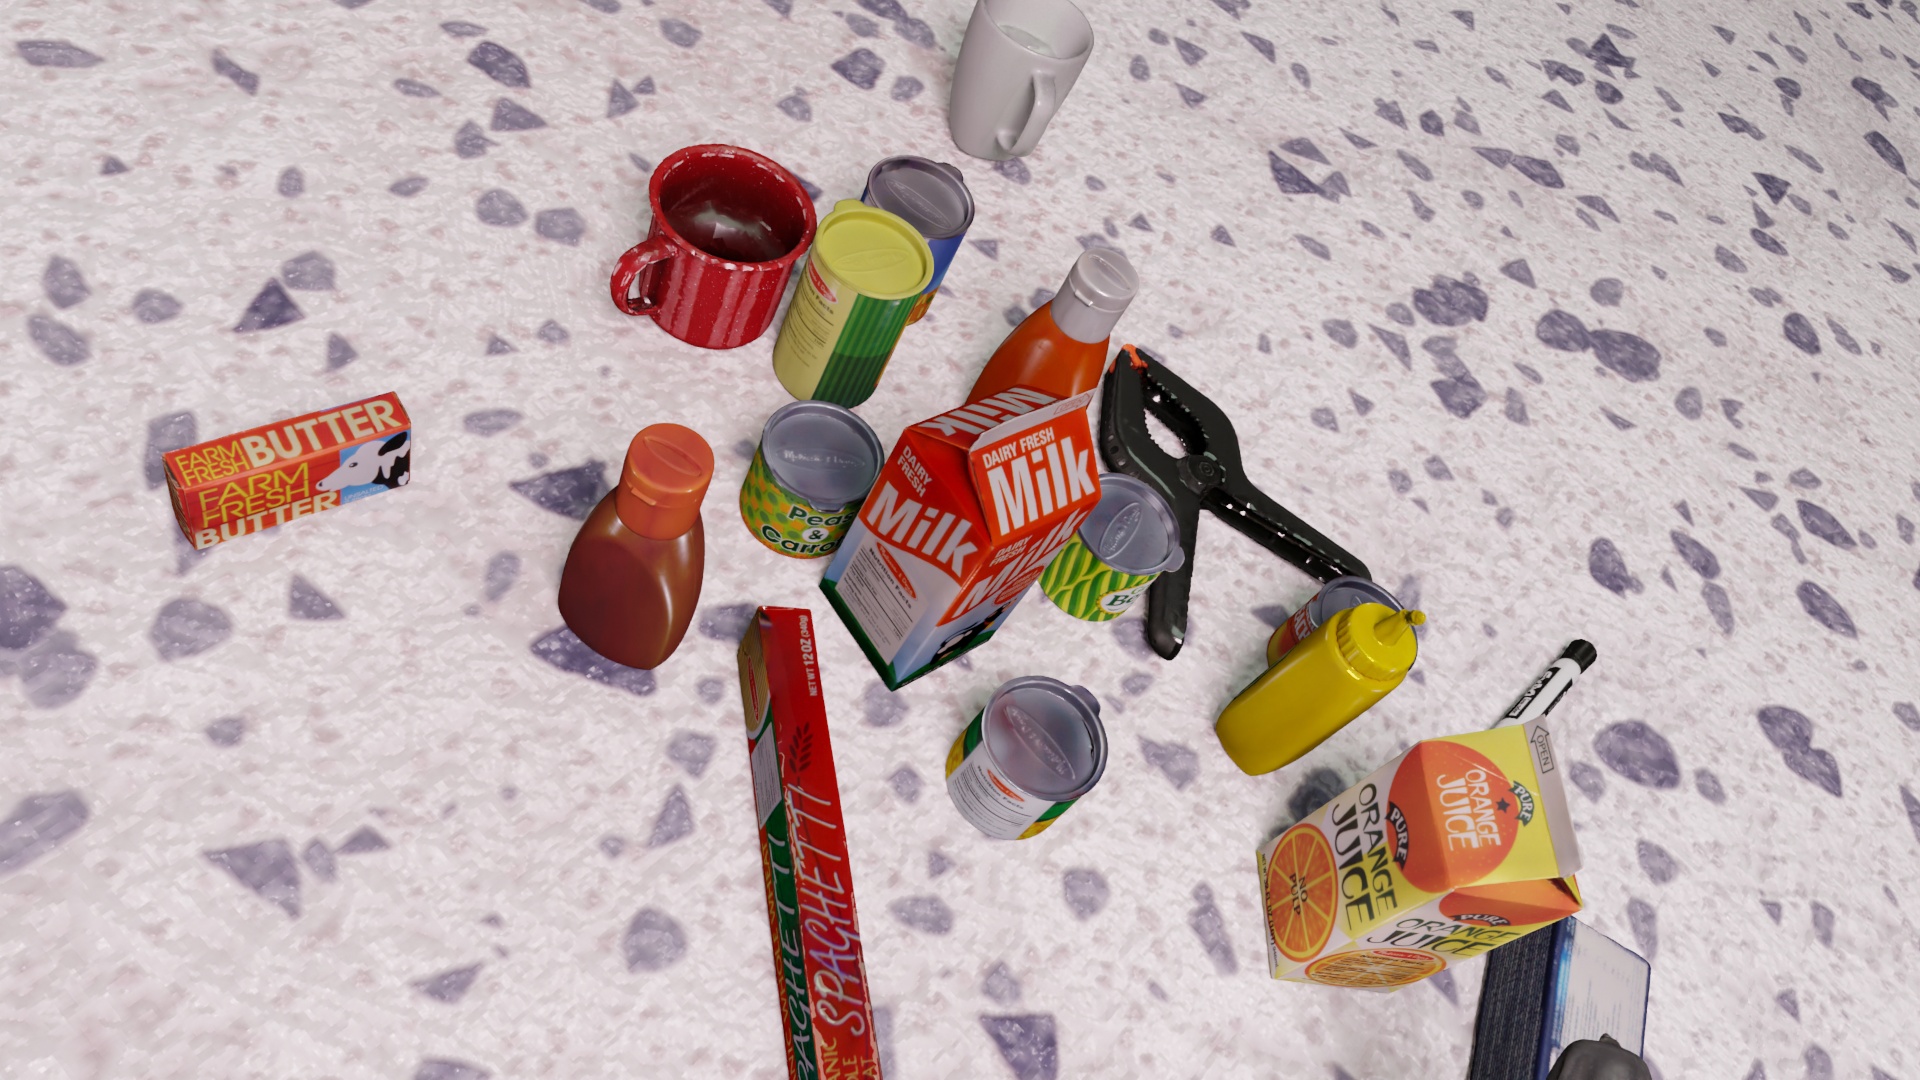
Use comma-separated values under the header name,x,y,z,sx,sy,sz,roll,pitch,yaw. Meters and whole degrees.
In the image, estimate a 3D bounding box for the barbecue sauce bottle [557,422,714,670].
name,x,y,z,sx,sy,sz,roll,pitch,yaw
barbecue sauce bottle,-0.145,0.003,0.633,0.065,0.147,0.044,34,52,0

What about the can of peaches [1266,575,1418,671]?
name,x,y,z,sx,sy,sz,roll,pitch,yaw
can of peaches,0.218,0.062,0.807,0.071,0.057,0.071,11,55,-16

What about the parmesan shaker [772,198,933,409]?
name,x,y,z,sx,sy,sz,roll,pitch,yaw
parmesan shaker,-0.064,-0.131,0.785,0.071,0.102,0.071,11,55,-16

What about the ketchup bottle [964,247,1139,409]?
name,x,y,z,sx,sy,sz,roll,pitch,yaw
ketchup bottle,0.053,-0.103,0.787,0.065,0.148,0.044,43,53,7

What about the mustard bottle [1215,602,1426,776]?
name,x,y,z,sx,sy,sz,roll,pitch,yaw
mustard bottle,0.194,0.071,0.726,0.065,0.159,0.049,-25,71,-34

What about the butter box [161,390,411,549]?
name,x,y,z,sx,sy,sz,roll,pitch,yaw
butter box,-0.310,-0.033,0.646,0.104,0.052,0.024,-23,70,-33

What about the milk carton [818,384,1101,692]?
name,x,y,z,sx,sy,sz,roll,pitch,yaw
milk carton,0.002,-0.008,0.677,0.072,0.189,0.073,-25,71,-34

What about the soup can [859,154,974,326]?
name,x,y,z,sx,sy,sz,roll,pitch,yaw
soup can,-0.035,-0.181,0.843,0.071,0.083,0.072,11,55,-16

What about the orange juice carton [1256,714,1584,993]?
name,x,y,z,sx,sy,sz,roll,pitch,yaw
orange juice carton,0.224,0.154,0.663,0.073,0.191,0.072,11,55,-16

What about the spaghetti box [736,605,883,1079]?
name,x,y,z,sx,sy,sz,roll,pitch,yaw
spaghetti box,-0.070,0.150,0.630,0.029,0.050,0.251,1,58,-23

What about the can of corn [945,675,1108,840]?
name,x,y,z,sx,sy,sz,roll,pitch,yaw
can of corn,0.034,0.108,0.697,0.071,0.058,0.071,11,55,-16

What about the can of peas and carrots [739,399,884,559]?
name,x,y,z,sx,sy,sz,roll,pitch,yaw
can of peas and carrots,-0.080,-0.030,0.739,0.071,0.058,0.071,11,55,-16

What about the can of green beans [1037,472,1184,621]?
name,x,y,z,sx,sy,sz,roll,pitch,yaw
can of green beans,0.082,0.005,0.786,0.071,0.057,0.071,11,55,-16
